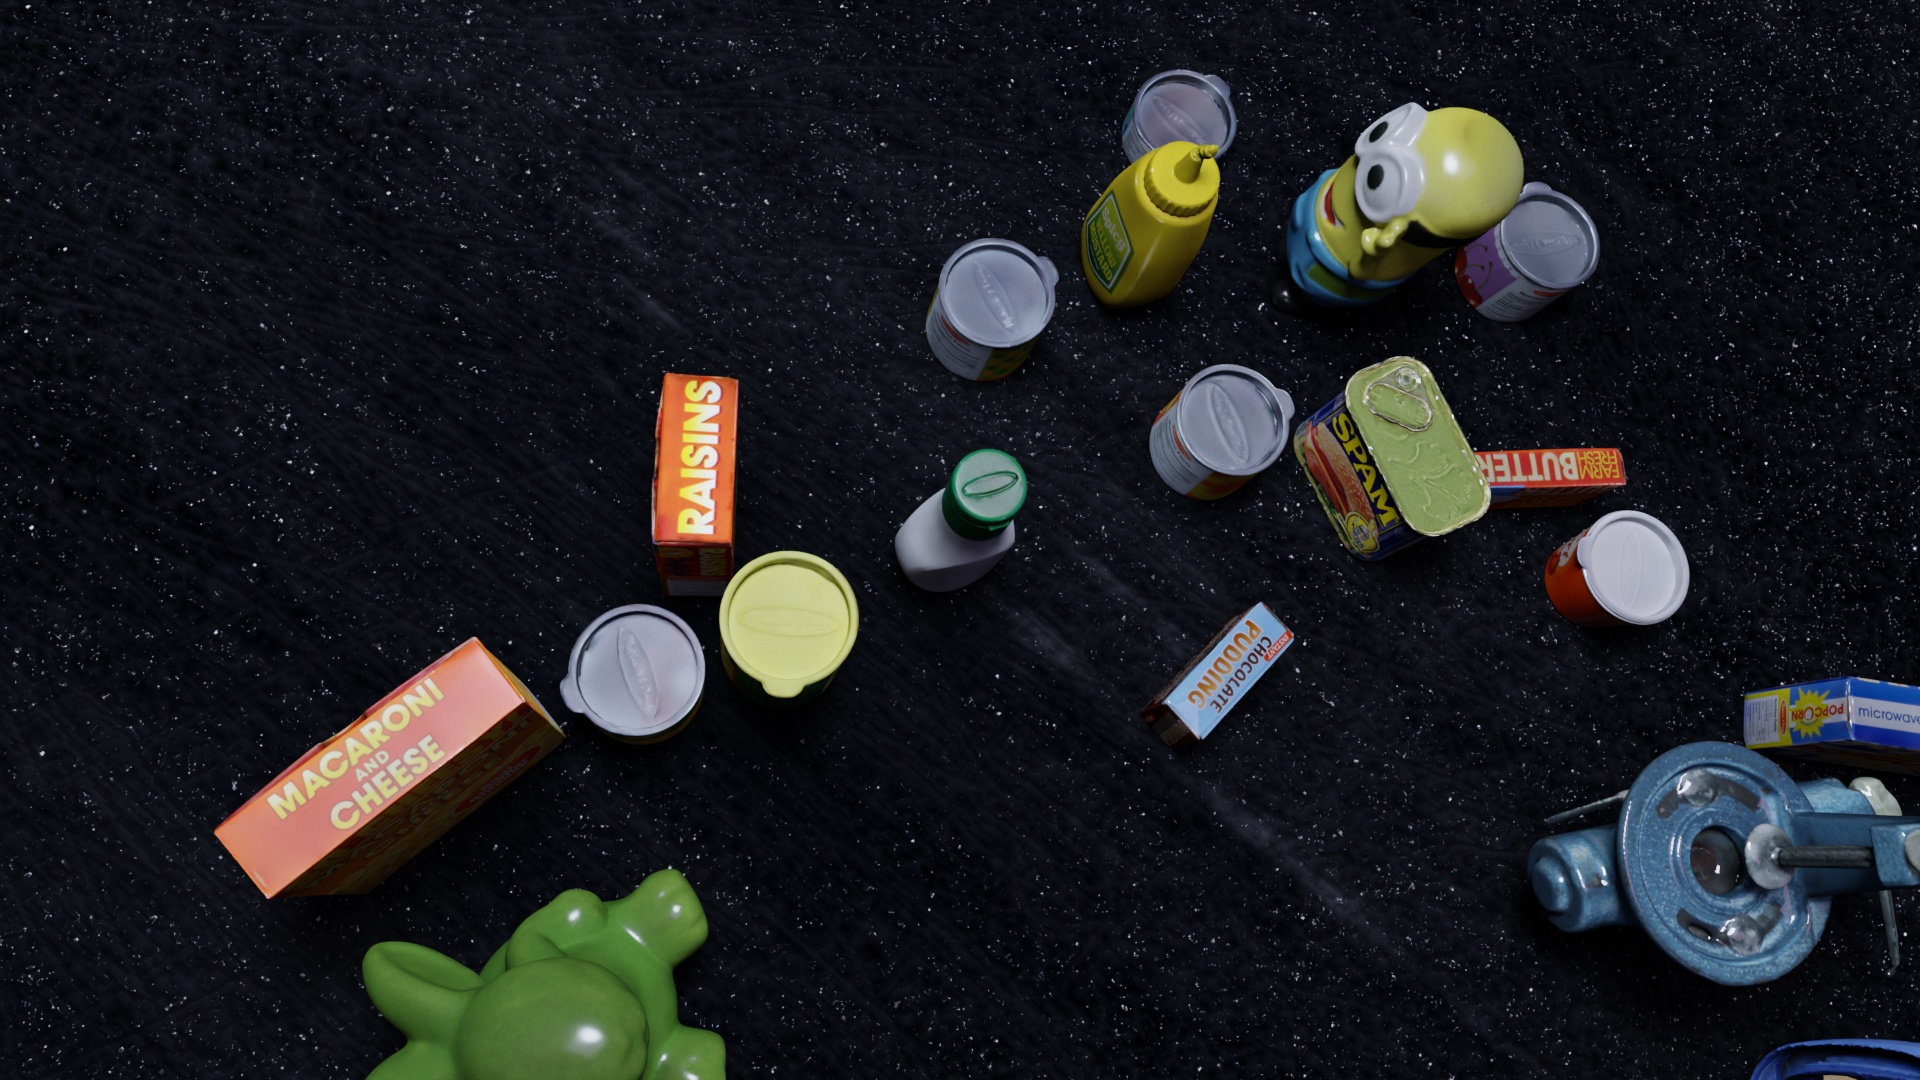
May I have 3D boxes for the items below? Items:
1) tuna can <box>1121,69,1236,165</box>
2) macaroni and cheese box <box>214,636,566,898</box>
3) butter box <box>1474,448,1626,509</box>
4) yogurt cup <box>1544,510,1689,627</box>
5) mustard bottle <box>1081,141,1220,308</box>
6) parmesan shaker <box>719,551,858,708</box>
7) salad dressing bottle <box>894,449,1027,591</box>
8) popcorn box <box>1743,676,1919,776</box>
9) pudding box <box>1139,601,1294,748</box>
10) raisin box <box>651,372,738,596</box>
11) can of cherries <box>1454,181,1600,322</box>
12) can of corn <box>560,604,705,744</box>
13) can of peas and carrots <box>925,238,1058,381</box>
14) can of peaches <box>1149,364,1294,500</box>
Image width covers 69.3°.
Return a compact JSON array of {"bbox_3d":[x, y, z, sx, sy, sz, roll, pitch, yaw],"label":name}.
[{"bbox_3d":[0.137,-0.258,0.868,0.071,0.032,0.071,2,76,-10],"label":"tuna can"},{"bbox_3d":[-0.251,0.108,0.636,0.124,0.166,0.040,-39,86,-16],"label":"macaroni and cheese box"},{"bbox_3d":[0.339,-0.036,0.837,0.104,0.053,0.024,-2,77,-11],"label":"butter box"},{"bbox_3d":[0.389,0.021,0.831,0.072,0.053,0.072,2,76,-9],"label":"yogurt cup"},{"bbox_3d":[0.109,-0.183,0.778,0.049,0.159,0.065,-16,80,-13],"label":"mustard bottle"},{"bbox_3d":[-0.091,0.051,0.712,0.071,0.103,0.071,2,76,-9],"label":"parmesan shaker"},{"bbox_3d":[0.003,-0.009,0.721,0.064,0.147,0.044,-16,80,-13],"label":"salad dressing bottle"},{"bbox_3d":[0.547,0.111,0.820,0.127,0.085,0.038,9,75,-8],"label":"popcorn box"},{"bbox_3d":[0.143,0.076,0.775,0.084,0.049,0.030,-43,87,-17],"label":"pudding box"},{"bbox_3d":[-0.135,-0.025,0.713,0.040,0.123,0.086,3,76,-9],"label":"raisin box"},{"bbox_3d":[0.355,-0.180,0.874,0.071,0.058,0.071,2,76,-9],"label":"can of cherries"},{"bbox_3d":[-0.168,0.071,0.716,0.071,0.058,0.071,2,76,-9],"label":"can of corn"},{"bbox_3d":[0.018,-0.133,0.801,0.071,0.058,0.071,2,76,-9],"label":"can of peas and carrots"},{"bbox_3d":[0.151,-0.062,0.807,0.071,0.058,0.071,2,76,-9],"label":"can of peaches"}]
